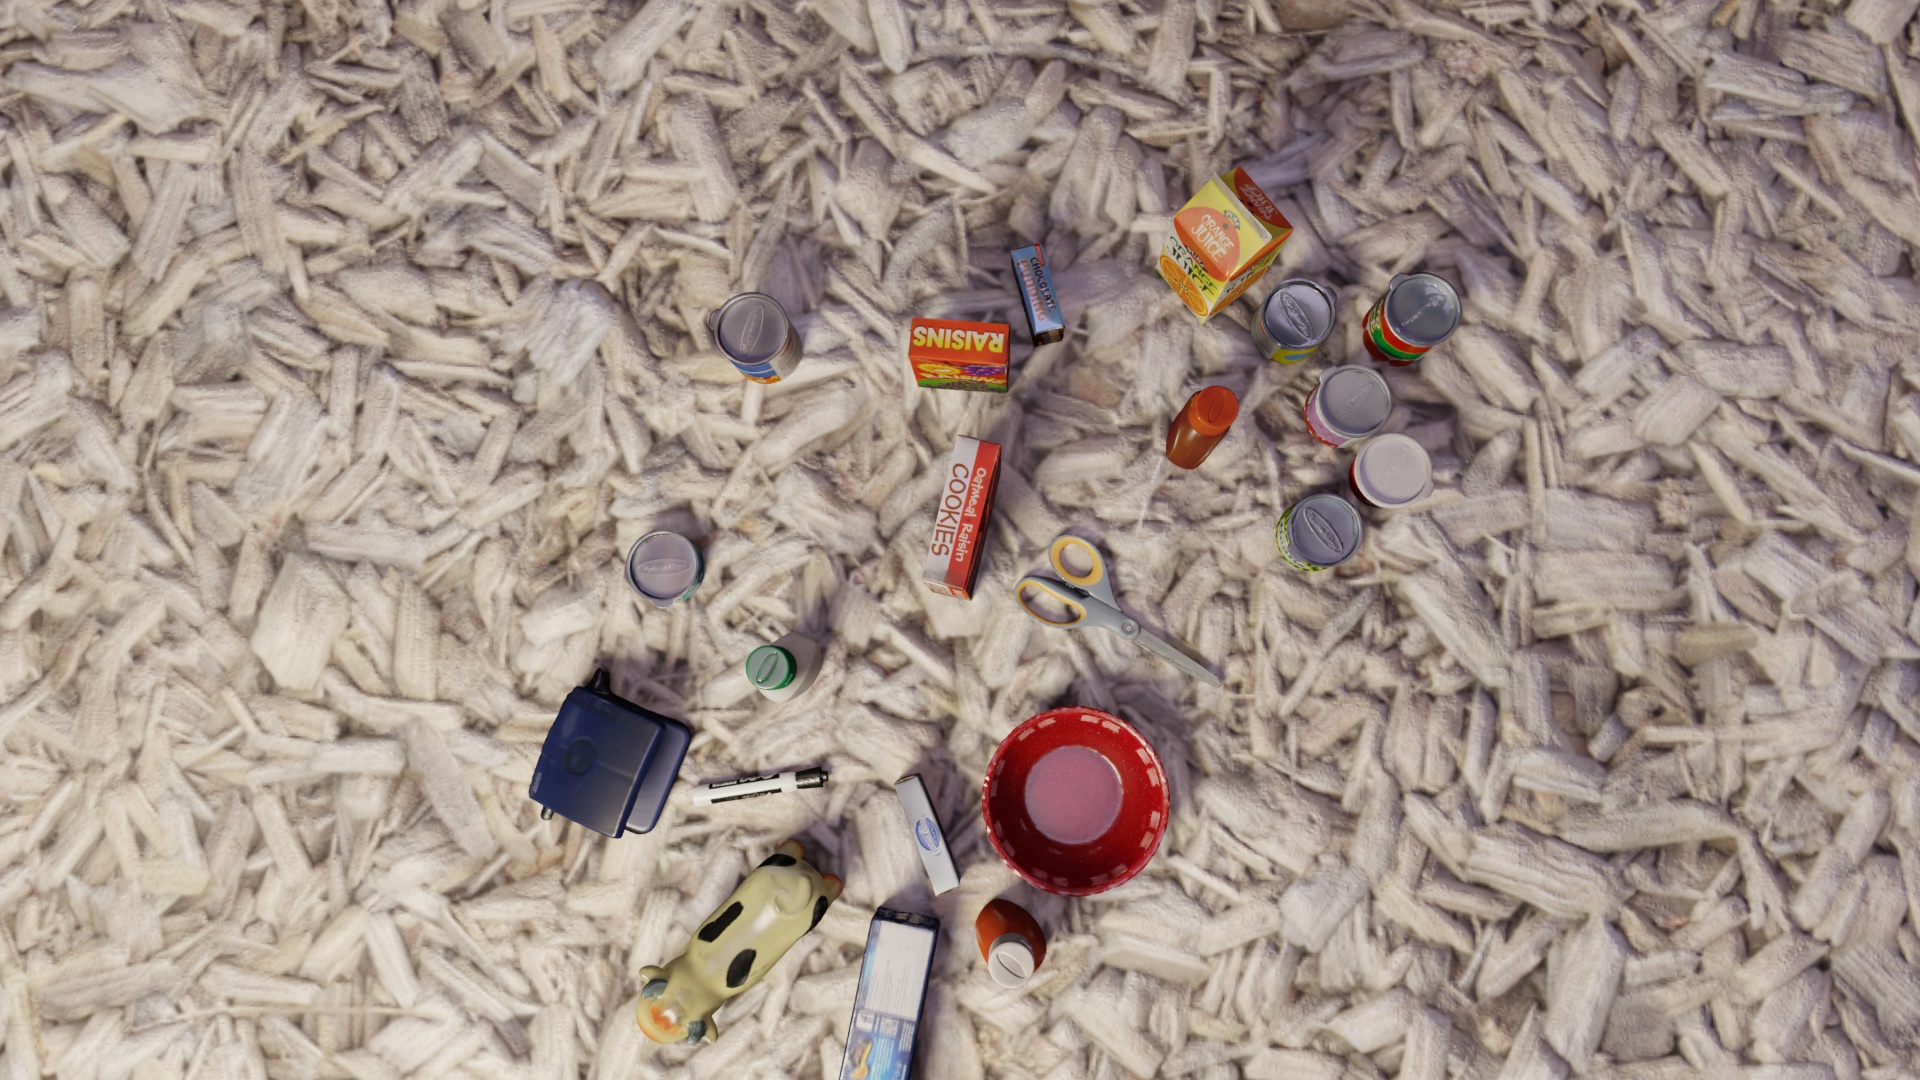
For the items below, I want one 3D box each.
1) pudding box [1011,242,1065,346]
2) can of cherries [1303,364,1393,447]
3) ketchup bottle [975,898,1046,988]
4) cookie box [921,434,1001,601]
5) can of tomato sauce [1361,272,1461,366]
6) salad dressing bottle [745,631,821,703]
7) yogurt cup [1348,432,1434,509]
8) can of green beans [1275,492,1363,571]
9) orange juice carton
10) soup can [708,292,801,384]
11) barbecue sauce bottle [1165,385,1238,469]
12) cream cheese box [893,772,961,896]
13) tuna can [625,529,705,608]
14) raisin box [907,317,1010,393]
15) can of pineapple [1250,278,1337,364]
[{"bbox_3d":[0.071,-0.224,1.266,0.030,0.049,0.084,-15,84,0],"label":"pudding box"},{"bbox_3d":[0.344,-0.122,1.243,0.071,0.058,0.071,0,84,2],"label":"can of cherries"},{"bbox_3d":[0.042,0.337,1.156,0.065,0.148,0.043,38,87,5],"label":"ketchup bottle"},{"bbox_3d":[0.004,-0.015,1.186,0.040,0.167,0.123,13,85,3],"label":"cookie box"},{"bbox_3d":[0.398,-0.196,1.237,0.071,0.083,0.071,0,84,2],"label":"can of tomato sauce"},{"bbox_3d":[-0.152,0.108,1.187,0.044,0.147,0.064,30,86,4],"label":"salad dressing bottle"},{"bbox_3d":[0.379,-0.059,1.238,0.072,0.054,0.072,0,84,2],"label":"yogurt cup"},{"bbox_3d":[0.317,-0.007,1.232,0.071,0.058,0.071,0,84,2],"label":"can of green beans"},{"bbox_3d":[0.226,-0.256,1.193,0.073,0.192,0.072,-38,85,-2],"label":"orange juice carton"},{"bbox_3d":[-0.184,-0.182,1.251,0.071,0.083,0.071,0,84,2],"label":"soup can"},{"bbox_3d":[0.210,-0.102,1.199,0.044,0.148,0.065,25,86,4],"label":"barbecue sauce bottle"},{"bbox_3d":[-0.028,0.255,1.215,0.024,0.053,0.104,-22,84,0],"label":"cream cheese box"},{"bbox_3d":[-0.266,0.027,1.257,0.071,0.033,0.071,0,84,2],"label":"tuna can"},{"bbox_3d":[0.001,-0.161,1.224,0.086,0.123,0.040,6,85,2],"label":"raisin box"},{"bbox_3d":[0.301,-0.197,1.253,0.071,0.058,0.071,0,84,2],"label":"can of pineapple"}]
